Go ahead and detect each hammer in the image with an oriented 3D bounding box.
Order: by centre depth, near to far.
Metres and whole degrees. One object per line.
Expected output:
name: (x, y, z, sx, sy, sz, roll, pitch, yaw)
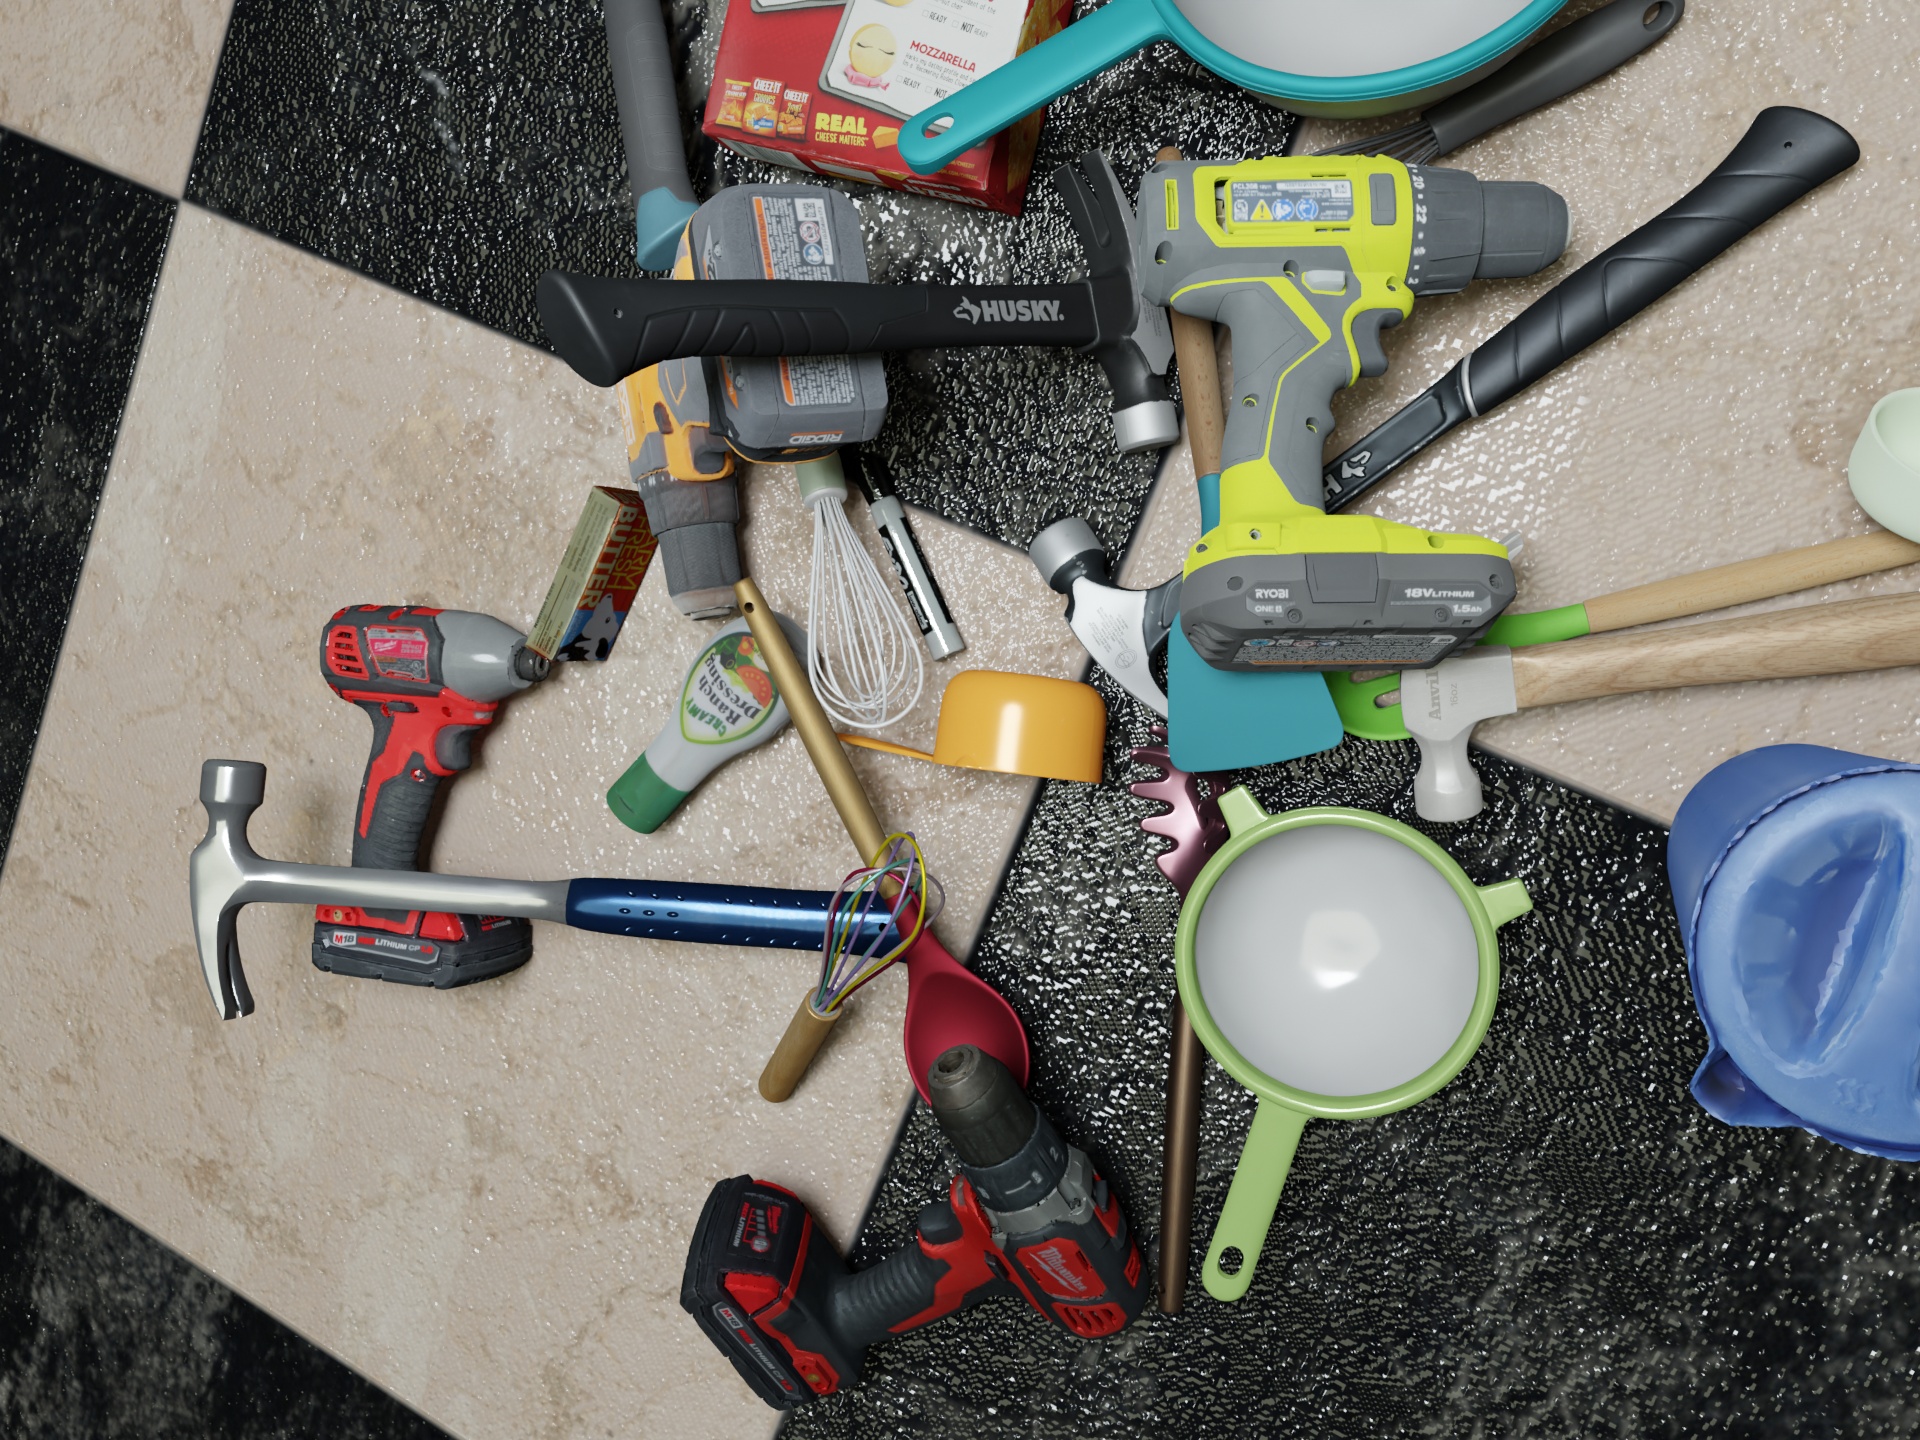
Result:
hammer: (0.366, -0.036, 0.711, 0.331, 0.031, 0.130, -8, 107, 14)
hammer: (-0.031, -0.186, 0.711, 0.035, 0.334, 0.146, -8, 93, 51)
hammer: (0.228, -0.143, 0.754, 0.409, 0.036, 0.149, -36, 67, 16)
hammer: (-0.180, -0.405, 0.865, 0.128, 0.033, 0.331, -14, 80, 21)
hammer: (-0.228, 0.106, 0.885, 0.405, 0.035, 0.144, 4, 88, 3)

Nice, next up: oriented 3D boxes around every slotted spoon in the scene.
slotted spoon: (0.321, -0.052, 0.746, 0.314, 0.031, 0.070, -14, 90, 18)

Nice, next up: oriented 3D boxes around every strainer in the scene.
strainer: (0.135, -0.325, 0.738, 0.340, 0.095, 0.211, -25, 69, 13)
strainer: (0.171, 0.163, 0.792, 0.151, 0.069, 0.256, 19, 101, 15)

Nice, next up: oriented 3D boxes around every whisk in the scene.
whisk: (0.226, -0.275, 0.752, 0.239, 0.055, 0.055, -27, 85, 15)
whisk: (-0.065, 0.141, 0.835, 0.047, 0.051, 0.244, 44, 135, 14)
whisk: (-0.069, -0.111, 0.848, 0.059, 0.057, 0.246, -11, 74, -8)

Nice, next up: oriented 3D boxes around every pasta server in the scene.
pasta server: (0.112, 0.160, 0.829, 0.060, 0.040, 0.316, 16, 105, 60)

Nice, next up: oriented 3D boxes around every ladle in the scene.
ladle: (-0.047, 0.069, 0.840, 0.069, 0.031, 0.315, -25, 93, 15)

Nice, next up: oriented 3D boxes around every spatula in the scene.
spatula: (0.120, -0.136, 0.772, 0.082, 0.044, 0.318, -11, 72, 21)

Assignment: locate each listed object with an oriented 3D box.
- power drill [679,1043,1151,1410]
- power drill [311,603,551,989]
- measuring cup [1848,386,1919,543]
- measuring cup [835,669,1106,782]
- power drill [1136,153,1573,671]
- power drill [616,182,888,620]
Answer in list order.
power drill: (-0.033, 0.266, 0.836, 0.226, 0.080, 0.187, -21, 117, 19)
power drill: (-0.313, 0.042, 0.951, 0.143, 0.078, 0.219, 4, 93, 18)
measuring cup: (0.463, -0.089, 0.671, 0.167, 0.083, 0.038, 23, 141, 14)
measuring cup: (-0.001, -0.003, 0.843, 0.174, 0.095, 0.052, 9, 90, 37)
power drill: (0.177, -0.141, 0.700, 0.190, 0.080, 0.229, 0, 78, 1)
power drill: (-0.117, -0.154, 0.811, 0.226, 0.084, 0.185, -9, 90, 62)
